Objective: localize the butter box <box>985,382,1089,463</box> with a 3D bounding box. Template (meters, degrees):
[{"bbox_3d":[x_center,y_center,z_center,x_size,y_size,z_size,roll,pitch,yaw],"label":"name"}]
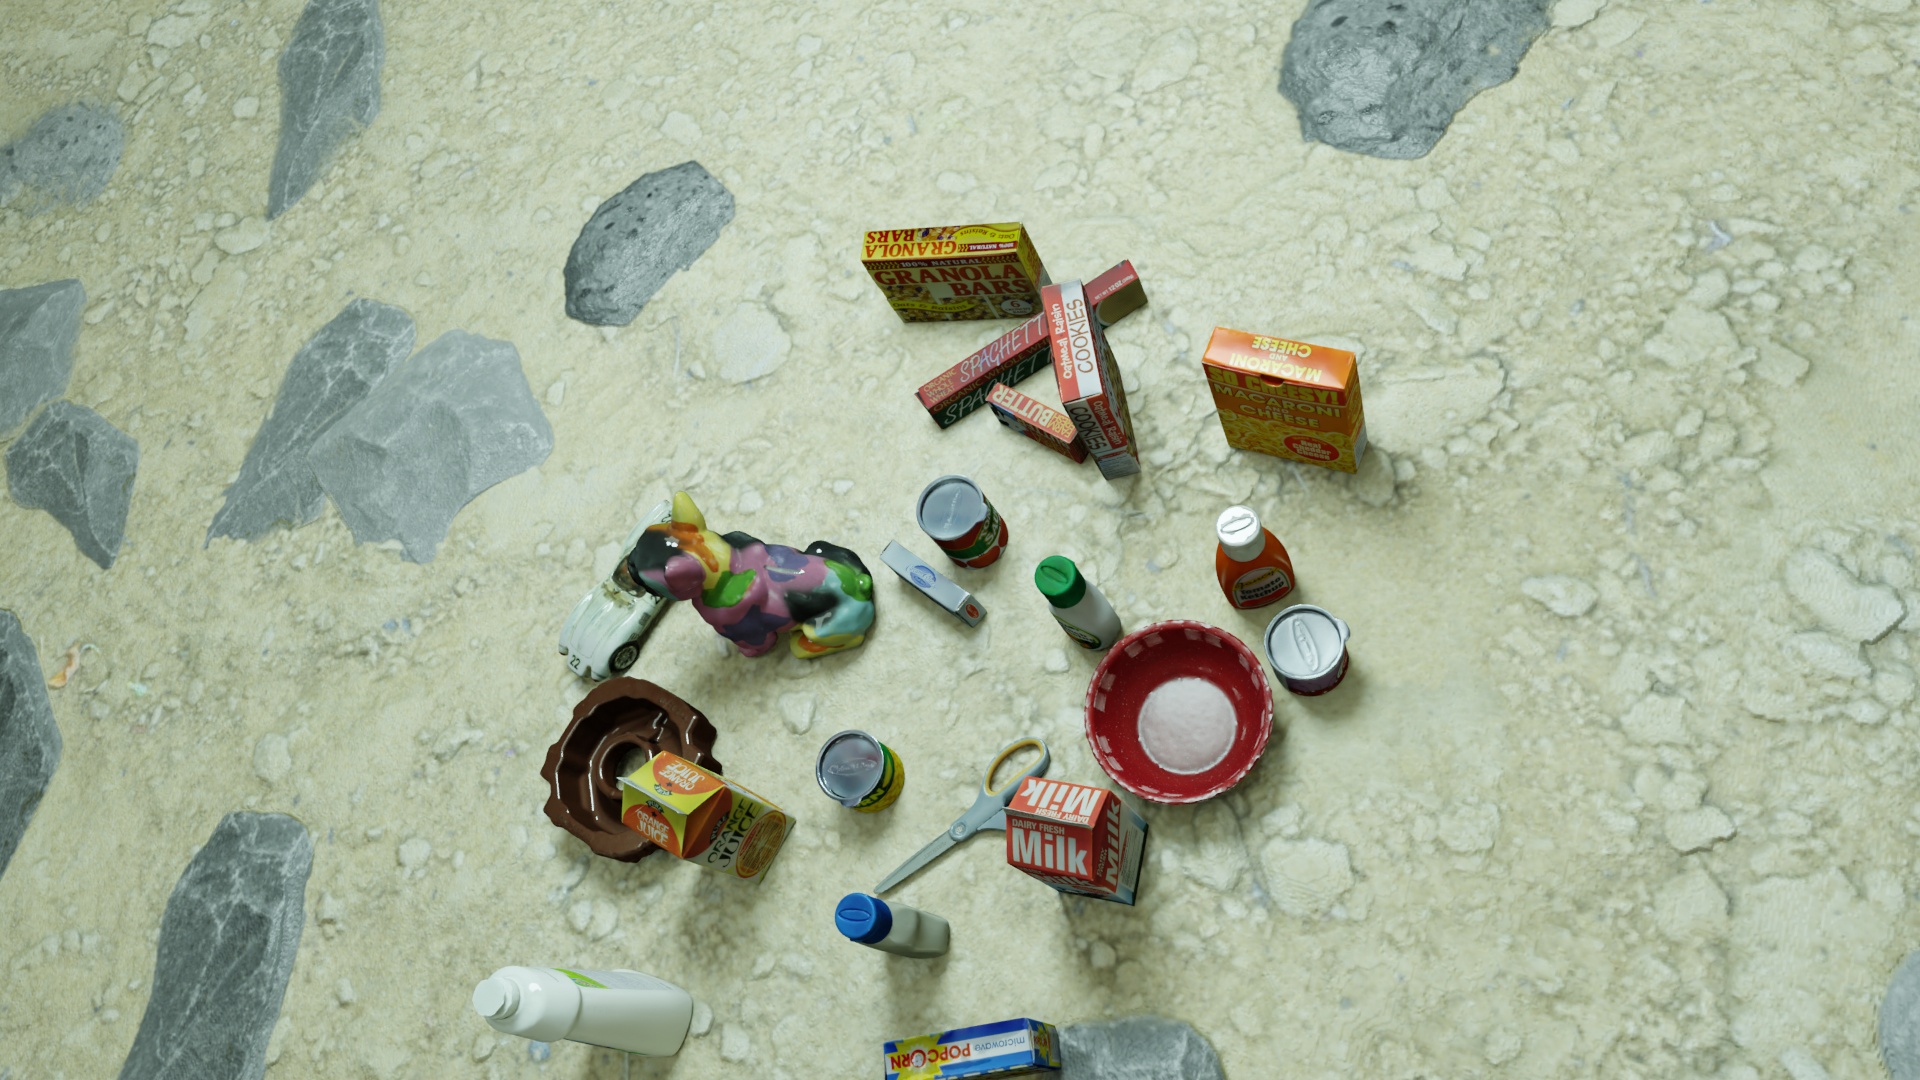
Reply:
[{"bbox_3d":[0.077,-0.114,1.352,0.103,0.053,0.024,30,81,27],"label":"butter box"}]

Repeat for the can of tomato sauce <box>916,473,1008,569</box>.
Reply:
[{"bbox_3d":[0.005,-0.017,1.320,0.071,0.083,0.071,-7,66,17],"label":"can of tomato sauce"}]

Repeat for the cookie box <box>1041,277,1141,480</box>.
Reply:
[{"bbox_3d":[0.121,-0.146,1.285,0.040,0.167,0.123,-15,64,14],"label":"cookie box"}]

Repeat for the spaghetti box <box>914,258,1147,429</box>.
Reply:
[{"bbox_3d":[0.071,-0.195,1.390,0.250,0.050,0.029,-32,62,4],"label":"spaghetti box"}]

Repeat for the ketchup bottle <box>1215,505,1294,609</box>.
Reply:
[{"bbox_3d":[0.246,0.014,1.184,0.064,0.148,0.044,-21,63,11],"label":"ketchup bottle"}]

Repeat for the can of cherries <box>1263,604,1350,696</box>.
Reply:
[{"bbox_3d":[0.298,0.094,1.183,0.071,0.058,0.072,-7,66,17],"label":"can of cherries"}]

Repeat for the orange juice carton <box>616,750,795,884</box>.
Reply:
[{"bbox_3d":[-0.228,0.244,1.229,0.072,0.192,0.073,23,78,26],"label":"orange juice carton"}]

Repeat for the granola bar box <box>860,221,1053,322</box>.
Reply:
[{"bbox_3d":[-0.002,-0.269,1.405,0.165,0.124,0.039,1,69,20],"label":"granola bar box"}]

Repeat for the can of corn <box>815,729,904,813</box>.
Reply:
[{"bbox_3d":[-0.091,0.214,1.270,0.071,0.058,0.071,-7,66,17],"label":"can of corn"}]

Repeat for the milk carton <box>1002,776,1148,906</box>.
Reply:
[{"bbox_3d":[0.093,0.240,1.118,0.072,0.190,0.073,6,71,22],"label":"milk carton"}]

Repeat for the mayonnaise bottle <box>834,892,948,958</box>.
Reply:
[{"bbox_3d":[-0.060,0.322,1.162,0.065,0.147,0.041,0,69,20],"label":"mayonnaise bottle"}]

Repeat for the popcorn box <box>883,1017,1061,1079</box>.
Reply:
[{"bbox_3d":[0.010,0.420,1.131,0.126,0.085,0.038,-15,64,13],"label":"popcorn box"}]

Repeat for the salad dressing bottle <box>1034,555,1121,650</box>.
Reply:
[{"bbox_3d":[0.101,0.054,1.219,0.064,0.147,0.044,30,81,27],"label":"salad dressing bottle"}]

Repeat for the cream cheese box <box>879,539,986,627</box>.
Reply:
[{"bbox_3d":[-0.027,0.042,1.323,0.104,0.053,0.024,34,83,28],"label":"cream cheese box"}]

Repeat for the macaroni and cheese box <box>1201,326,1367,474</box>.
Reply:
[{"bbox_3d":[0.287,-0.120,1.216,0.124,0.166,0.040,15,75,24],"label":"macaroni and cheese box"}]
